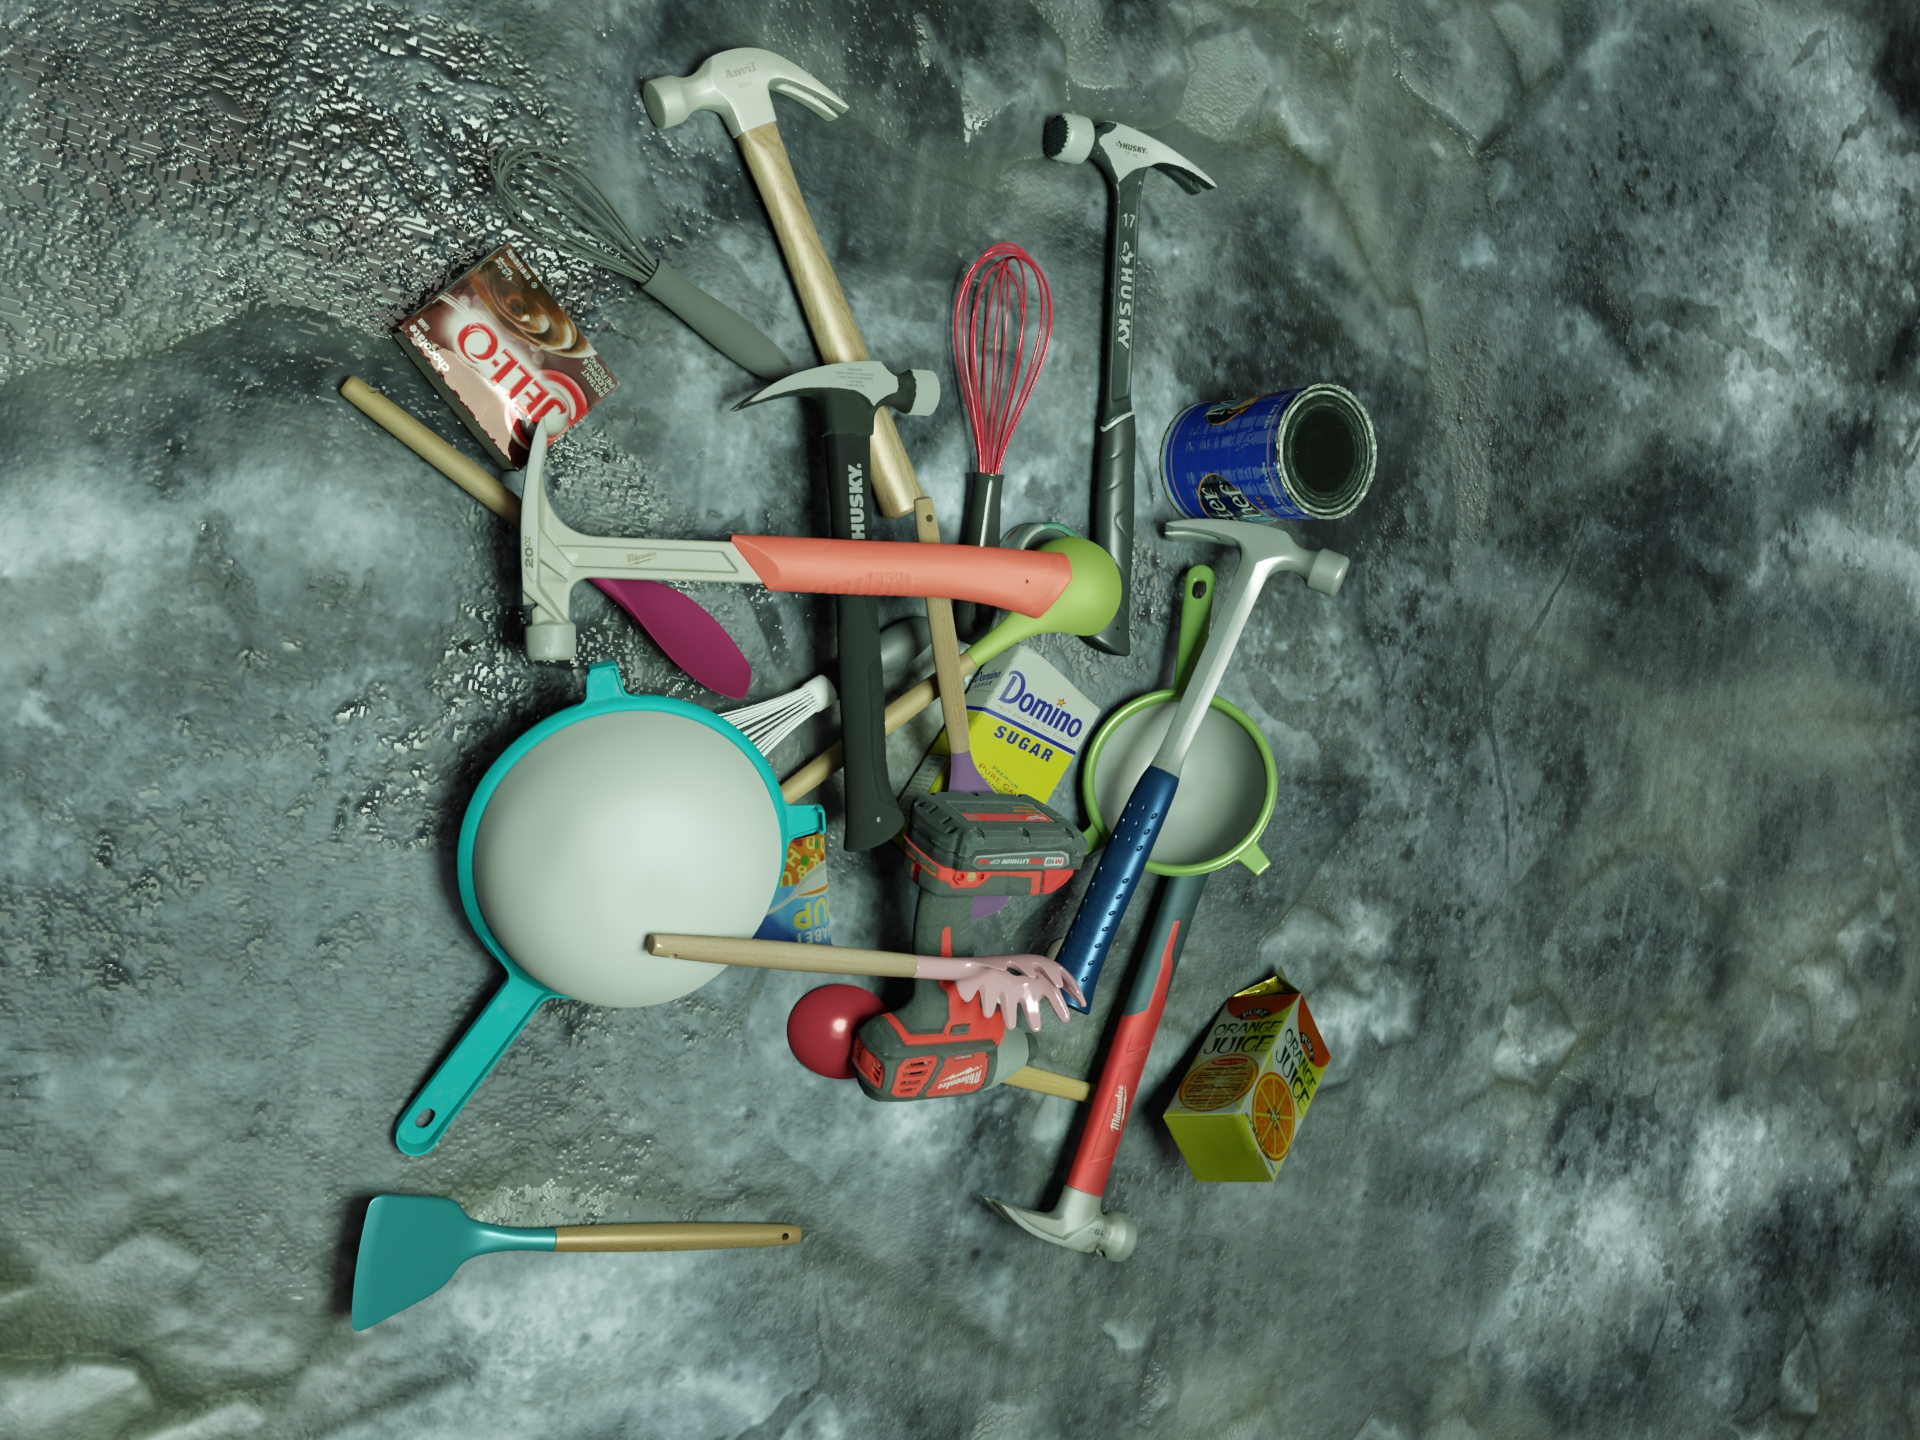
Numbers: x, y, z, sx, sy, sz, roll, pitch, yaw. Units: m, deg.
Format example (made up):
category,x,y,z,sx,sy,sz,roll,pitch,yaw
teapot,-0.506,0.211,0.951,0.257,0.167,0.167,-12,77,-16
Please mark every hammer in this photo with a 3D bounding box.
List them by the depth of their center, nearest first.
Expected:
category,x,y,z,sx,sy,sz,roll,pitch,yaw
hammer,-0.100,-0.111,1.034,0.359,0.037,0.149,0,93,-17
hammer,-0.076,-0.078,1.089,0.146,0.035,0.335,-3,91,-30
hammer,-0.097,-0.300,1.112,0.130,0.031,0.331,-30,109,-25
hammer,0.155,0.028,1.222,0.144,0.035,0.405,23,79,15
hammer,0.127,-0.255,1.247,0.149,0.036,0.409,0,94,-32
hammer,0.135,0.226,1.269,0.143,0.038,0.386,28,76,-32

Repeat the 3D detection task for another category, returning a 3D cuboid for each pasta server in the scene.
category,x,y,z,sx,sy,sz,roll,pitch,yaw
pasta server,-0.052,0.162,1.020,0.316,0.060,0.040,11,47,-34

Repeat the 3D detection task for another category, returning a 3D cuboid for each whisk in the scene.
category,x,y,z,sx,sy,sz,roll,pitch,yaw
whisk,-0.203,-0.293,1.044,0.238,0.055,0.055,33,77,-33
whisk,-0.123,-0.003,1.107,0.284,0.070,0.070,-33,109,-29
whisk,0.024,-0.202,1.178,0.073,0.073,0.296,1,99,-31

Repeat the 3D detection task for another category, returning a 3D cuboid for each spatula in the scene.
category,x,y,z,sx,sy,sz,roll,pitch,yaw
spatula,-0.245,0.352,1.065,0.317,0.044,0.082,10,85,-32
spatula,-0.002,-0.004,1.128,0.059,0.018,0.315,-18,111,-25

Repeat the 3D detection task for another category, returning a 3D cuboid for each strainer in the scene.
category,x,y,z,sx,sy,sz,roll,pitch,yaw
strainer,-0.237,0.147,0.982,0.210,0.095,0.340,38,89,-28
strainer,0.182,0.004,1.279,0.151,0.069,0.256,5,74,11

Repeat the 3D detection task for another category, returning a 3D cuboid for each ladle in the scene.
category,x,y,z,sx,sy,sz,roll,pitch,yaw
ladle,-0.015,-0.027,1.156,0.320,0.062,0.078,-36,89,-8
ladle,0.009,0.264,1.220,0.315,0.031,0.069,21,86,-32

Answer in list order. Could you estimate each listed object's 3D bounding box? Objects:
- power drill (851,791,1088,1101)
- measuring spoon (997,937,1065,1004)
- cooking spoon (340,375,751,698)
category,x,y,z,sx,sy,sz,roll,pitch,yaw
power drill,0.010,0.166,1.132,0.143,0.079,0.219,3,108,-31
measuring spoon,0.050,0.211,1.244,0.124,0.018,0.034,-29,108,-25
cooking spoon,-0.260,-0.114,1.029,0.318,0.017,0.069,39,33,-24
